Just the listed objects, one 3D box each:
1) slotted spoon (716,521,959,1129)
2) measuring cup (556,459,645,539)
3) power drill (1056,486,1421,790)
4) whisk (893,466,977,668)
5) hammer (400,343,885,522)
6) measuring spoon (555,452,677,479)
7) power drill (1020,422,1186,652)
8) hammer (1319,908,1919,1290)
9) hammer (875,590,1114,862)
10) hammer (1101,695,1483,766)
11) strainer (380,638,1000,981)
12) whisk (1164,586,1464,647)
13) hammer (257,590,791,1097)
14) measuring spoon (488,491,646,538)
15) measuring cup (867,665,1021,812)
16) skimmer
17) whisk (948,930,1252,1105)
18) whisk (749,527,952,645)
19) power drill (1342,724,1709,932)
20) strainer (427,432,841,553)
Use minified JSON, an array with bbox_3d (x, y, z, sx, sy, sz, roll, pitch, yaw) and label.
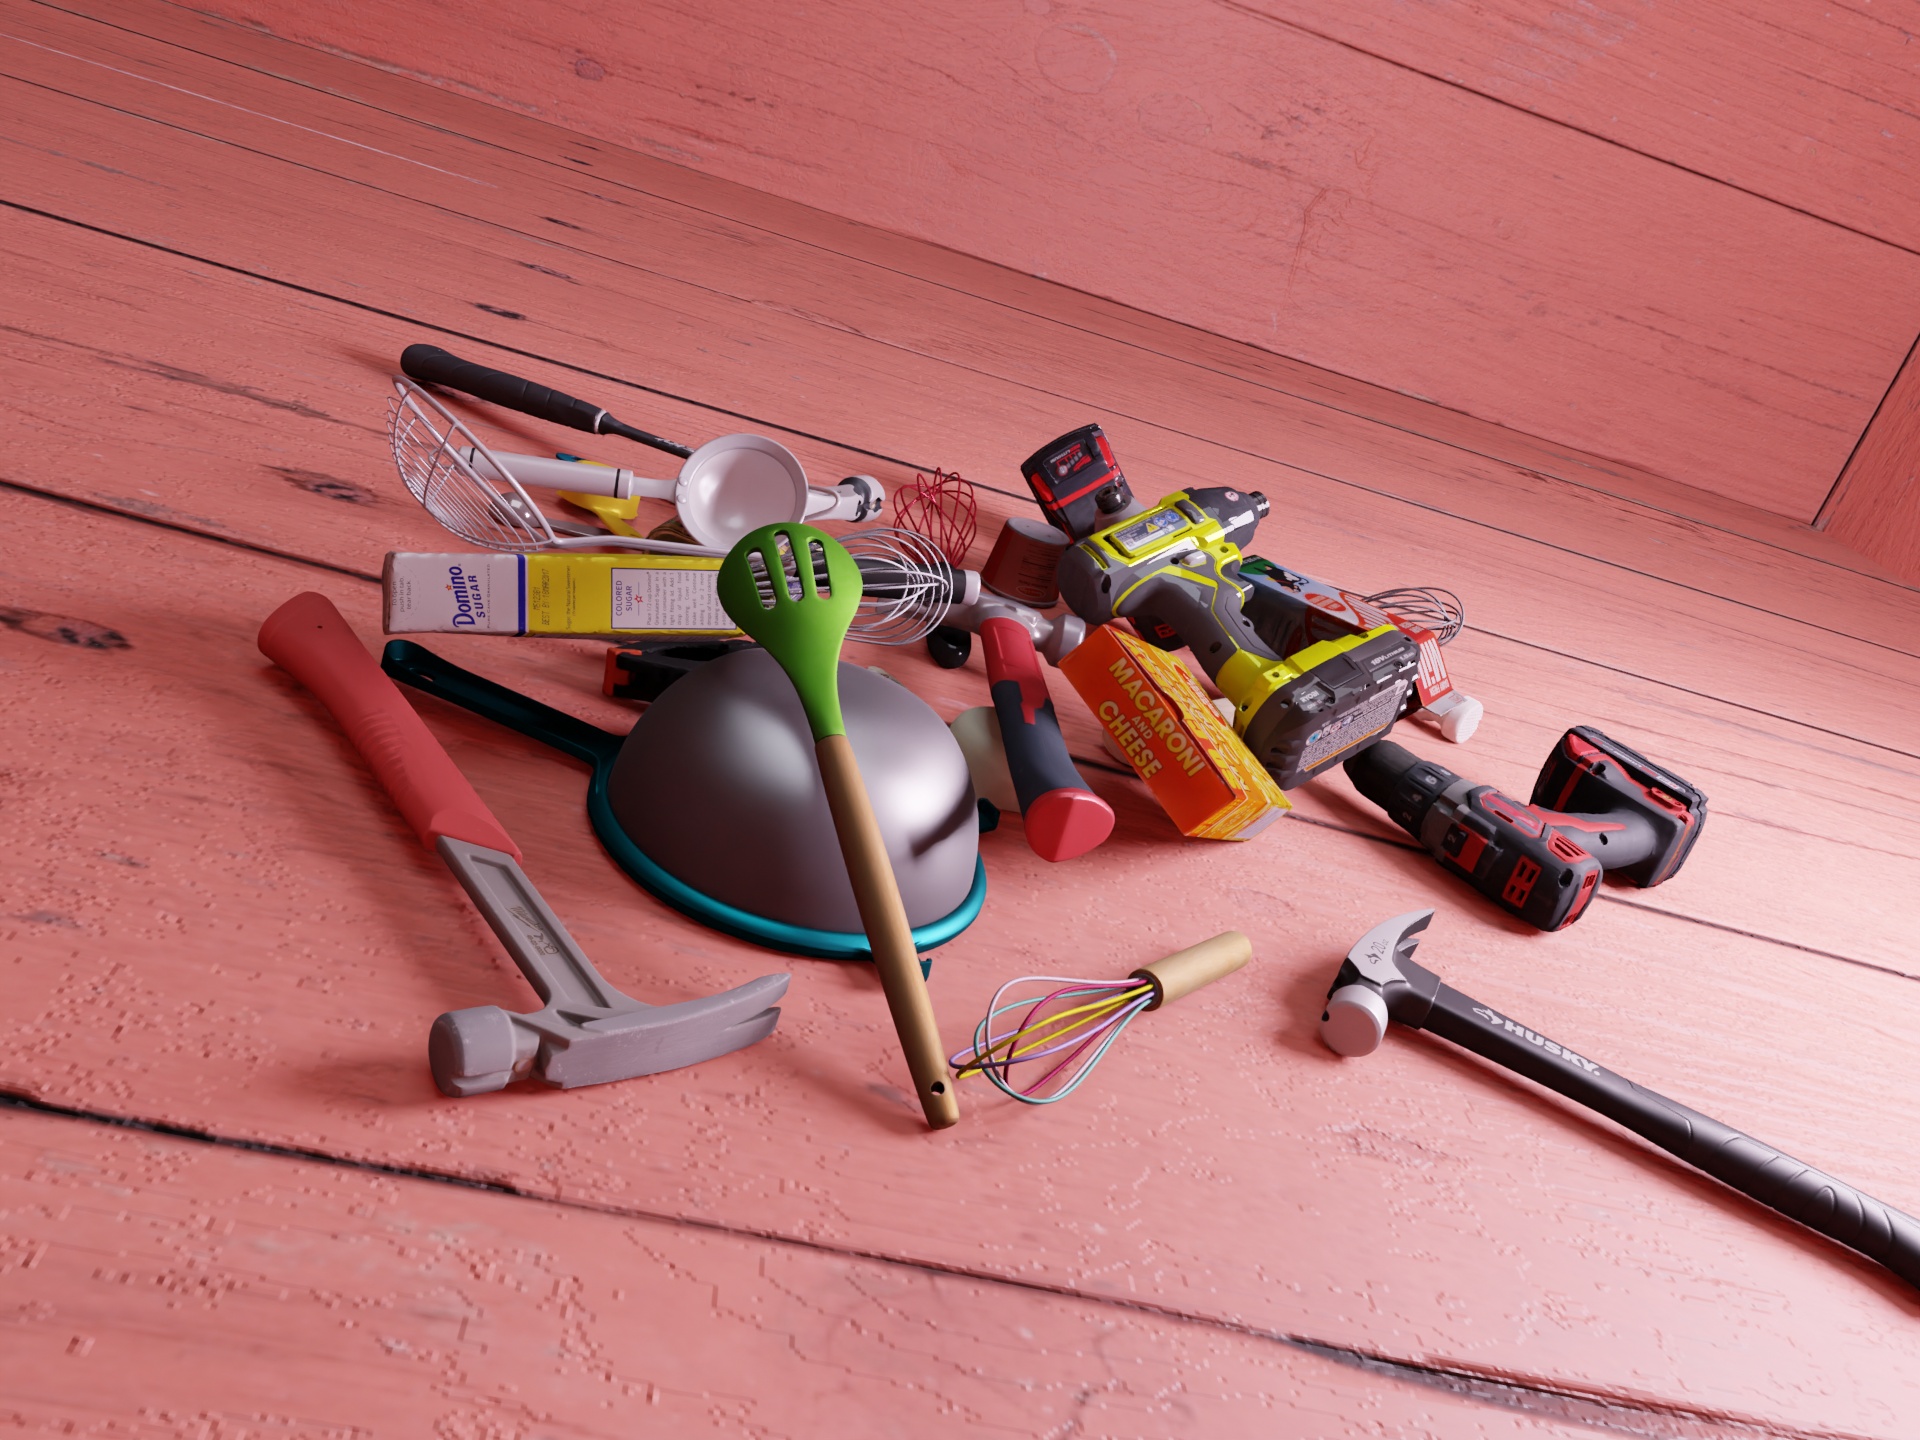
[{"bbox_3d":[-0.050,0.032,0.718,0.070,0.031,0.314,-12,63,-12],"label":"slotted spoon"},{"bbox_3d":[-0.240,-0.152,1.113,0.062,0.029,0.157,13,14,-29],"label":"measuring cup"},{"bbox_3d":[0.197,-0.071,1.085,0.171,0.080,0.223,-26,56,-23],"label":"power drill"},{"bbox_3d":[-0.015,-0.120,1.218,0.073,0.073,0.296,14,30,-12],"label":"whisk"},{"bbox_3d":[-0.266,-0.223,1.225,0.409,0.036,0.149,21,17,19],"label":"hammer"},{"bbox_3d":[-0.248,-0.192,1.231,0.128,0.021,0.042,17,23,-9],"label":"measuring spoon"},{"bbox_3d":[0.125,-0.157,1.304,0.143,0.078,0.220,59,4,-30],"label":"power drill"},{"bbox_3d":[0.354,0.200,0.822,0.335,0.035,0.146,26,25,15],"label":"hammer"},{"bbox_3d":[0.021,-0.015,0.924,0.143,0.038,0.386,15,17,-7],"label":"hammer"},{"bbox_3d":[0.239,-0.013,1.199,0.410,0.038,0.146,-8,34,-46],"label":"hammer"},{"bbox_3d":[-0.134,-0.001,0.811,0.340,0.095,0.211,22,24,4],"label":"strainer"},{"bbox_3d":[0.274,-0.076,1.251,0.239,0.055,0.055,0,14,27],"label":"whisk"},{"bbox_3d":[-0.229,0.038,0.727,0.149,0.036,0.359,-3,32,-42],"label":"hammer"},{"bbox_3d":[-0.264,-0.139,1.109,0.124,0.018,0.034,11,24,-20],"label":"measuring spoon"},{"bbox_3d":[-0.002,-0.003,0.986,0.083,0.038,0.168,-6,36,-45],"label":"measuring cup"},{"bbox_3d":[-0.160,-0.133,0.964,0.363,0.090,0.127,6,-3,-17],"label":"skimmer"},{"bbox_3d":[0.079,0.132,0.752,0.051,0.047,0.245,32,23,30],"label":"whisk"},{"bbox_3d":[-0.146,-0.072,0.929,0.284,0.070,0.070,-3,24,4],"label":"whisk"},{"bbox_3d":[0.393,0.061,1.111,0.226,0.080,0.188,-8,35,-41],"label":"power drill"},{"bbox_3d":[-0.207,-0.151,1.019,0.258,0.087,0.050,7,-17,-10],"label":"strainer"}]
